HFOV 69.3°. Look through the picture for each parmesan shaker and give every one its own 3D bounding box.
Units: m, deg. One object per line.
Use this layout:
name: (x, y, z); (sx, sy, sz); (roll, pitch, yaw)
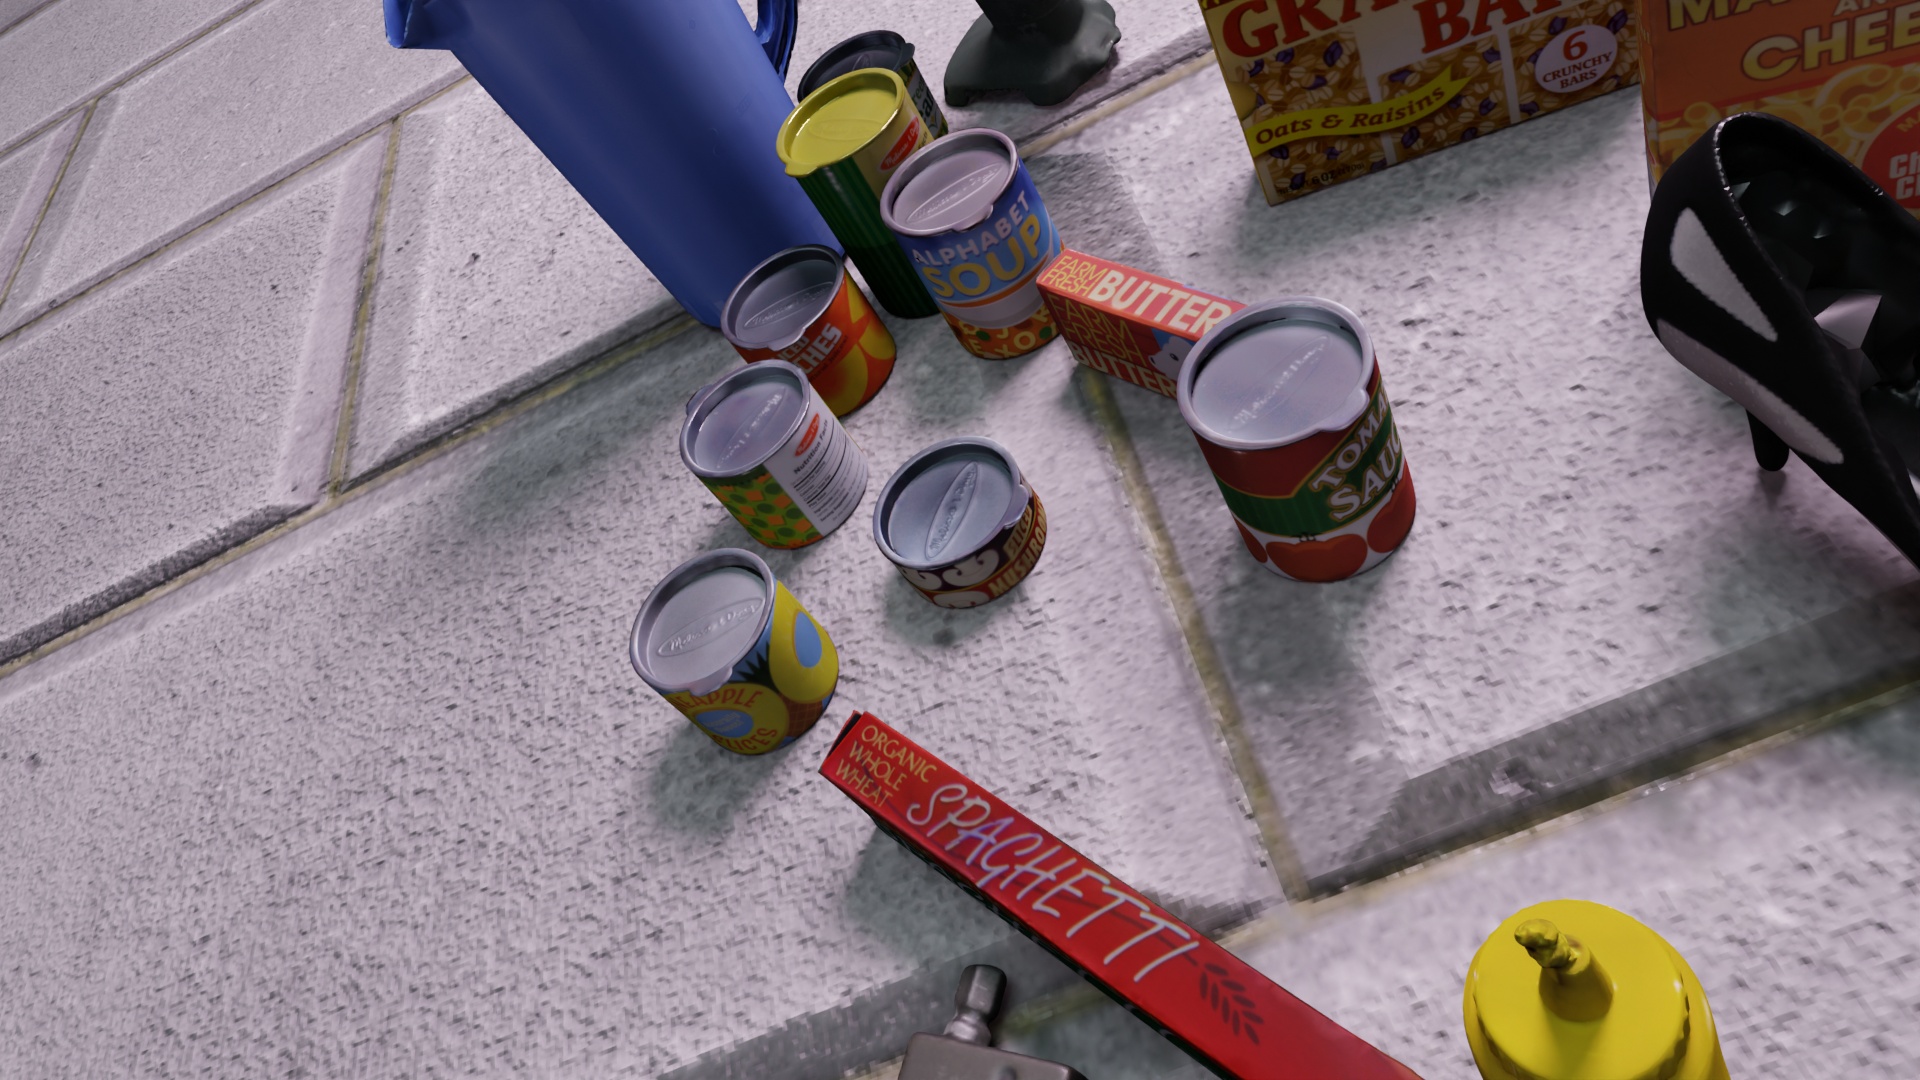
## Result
parmesan shaker: (-0.036, -0.163, 0.669); (0.071, 0.102, 0.072); (-16, 49, 19)

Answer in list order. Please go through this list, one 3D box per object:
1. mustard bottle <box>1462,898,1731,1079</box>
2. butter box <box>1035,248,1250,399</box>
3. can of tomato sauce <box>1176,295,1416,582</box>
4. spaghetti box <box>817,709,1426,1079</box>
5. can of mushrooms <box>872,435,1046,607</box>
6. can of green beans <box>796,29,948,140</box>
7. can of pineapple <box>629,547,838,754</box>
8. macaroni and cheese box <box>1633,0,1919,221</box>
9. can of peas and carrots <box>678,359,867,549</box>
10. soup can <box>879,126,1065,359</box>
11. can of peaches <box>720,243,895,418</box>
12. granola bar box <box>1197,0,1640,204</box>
mustard bottle: (0.141, 0.117, 0.306); (0.049, 0.159, 0.065); (-25, 47, 10)
butter box: (0.081, -0.085, 0.576); (0.103, 0.053, 0.024); (29, 73, 41)
can of tomato sauce: (0.122, -0.033, 0.490); (0.071, 0.082, 0.071); (-16, 49, 19)
spaghetti box: (0.049, 0.124, 0.430); (0.250, 0.050, 0.029); (26, 71, 41)
can of mushrooms: (0.002, -0.007, 0.572); (0.071, 0.033, 0.071); (-15, 49, 19)
can of green beans: (-0.047, -0.236, 0.766); (0.071, 0.057, 0.071); (-15, 49, 19)
can of pineapple: (-0.091, 0.047, 0.565); (0.071, 0.057, 0.071); (-15, 49, 19)
macaroni and cheese box: (0.285, -0.162, 0.443); (0.123, 0.166, 0.040); (-9, 51, 24)
can of peas and carrots: (-0.085, -0.039, 0.629); (0.071, 0.058, 0.071); (-15, 49, 19)
soup can: (0.012, -0.131, 0.631); (0.071, 0.083, 0.072); (-16, 49, 19)
can of peaches: (-0.072, -0.097, 0.669); (0.071, 0.058, 0.071); (-15, 49, 19)
granola bar box: (0.189, -0.220, 0.572); (0.165, 0.123, 0.039); (-16, 49, 19)
